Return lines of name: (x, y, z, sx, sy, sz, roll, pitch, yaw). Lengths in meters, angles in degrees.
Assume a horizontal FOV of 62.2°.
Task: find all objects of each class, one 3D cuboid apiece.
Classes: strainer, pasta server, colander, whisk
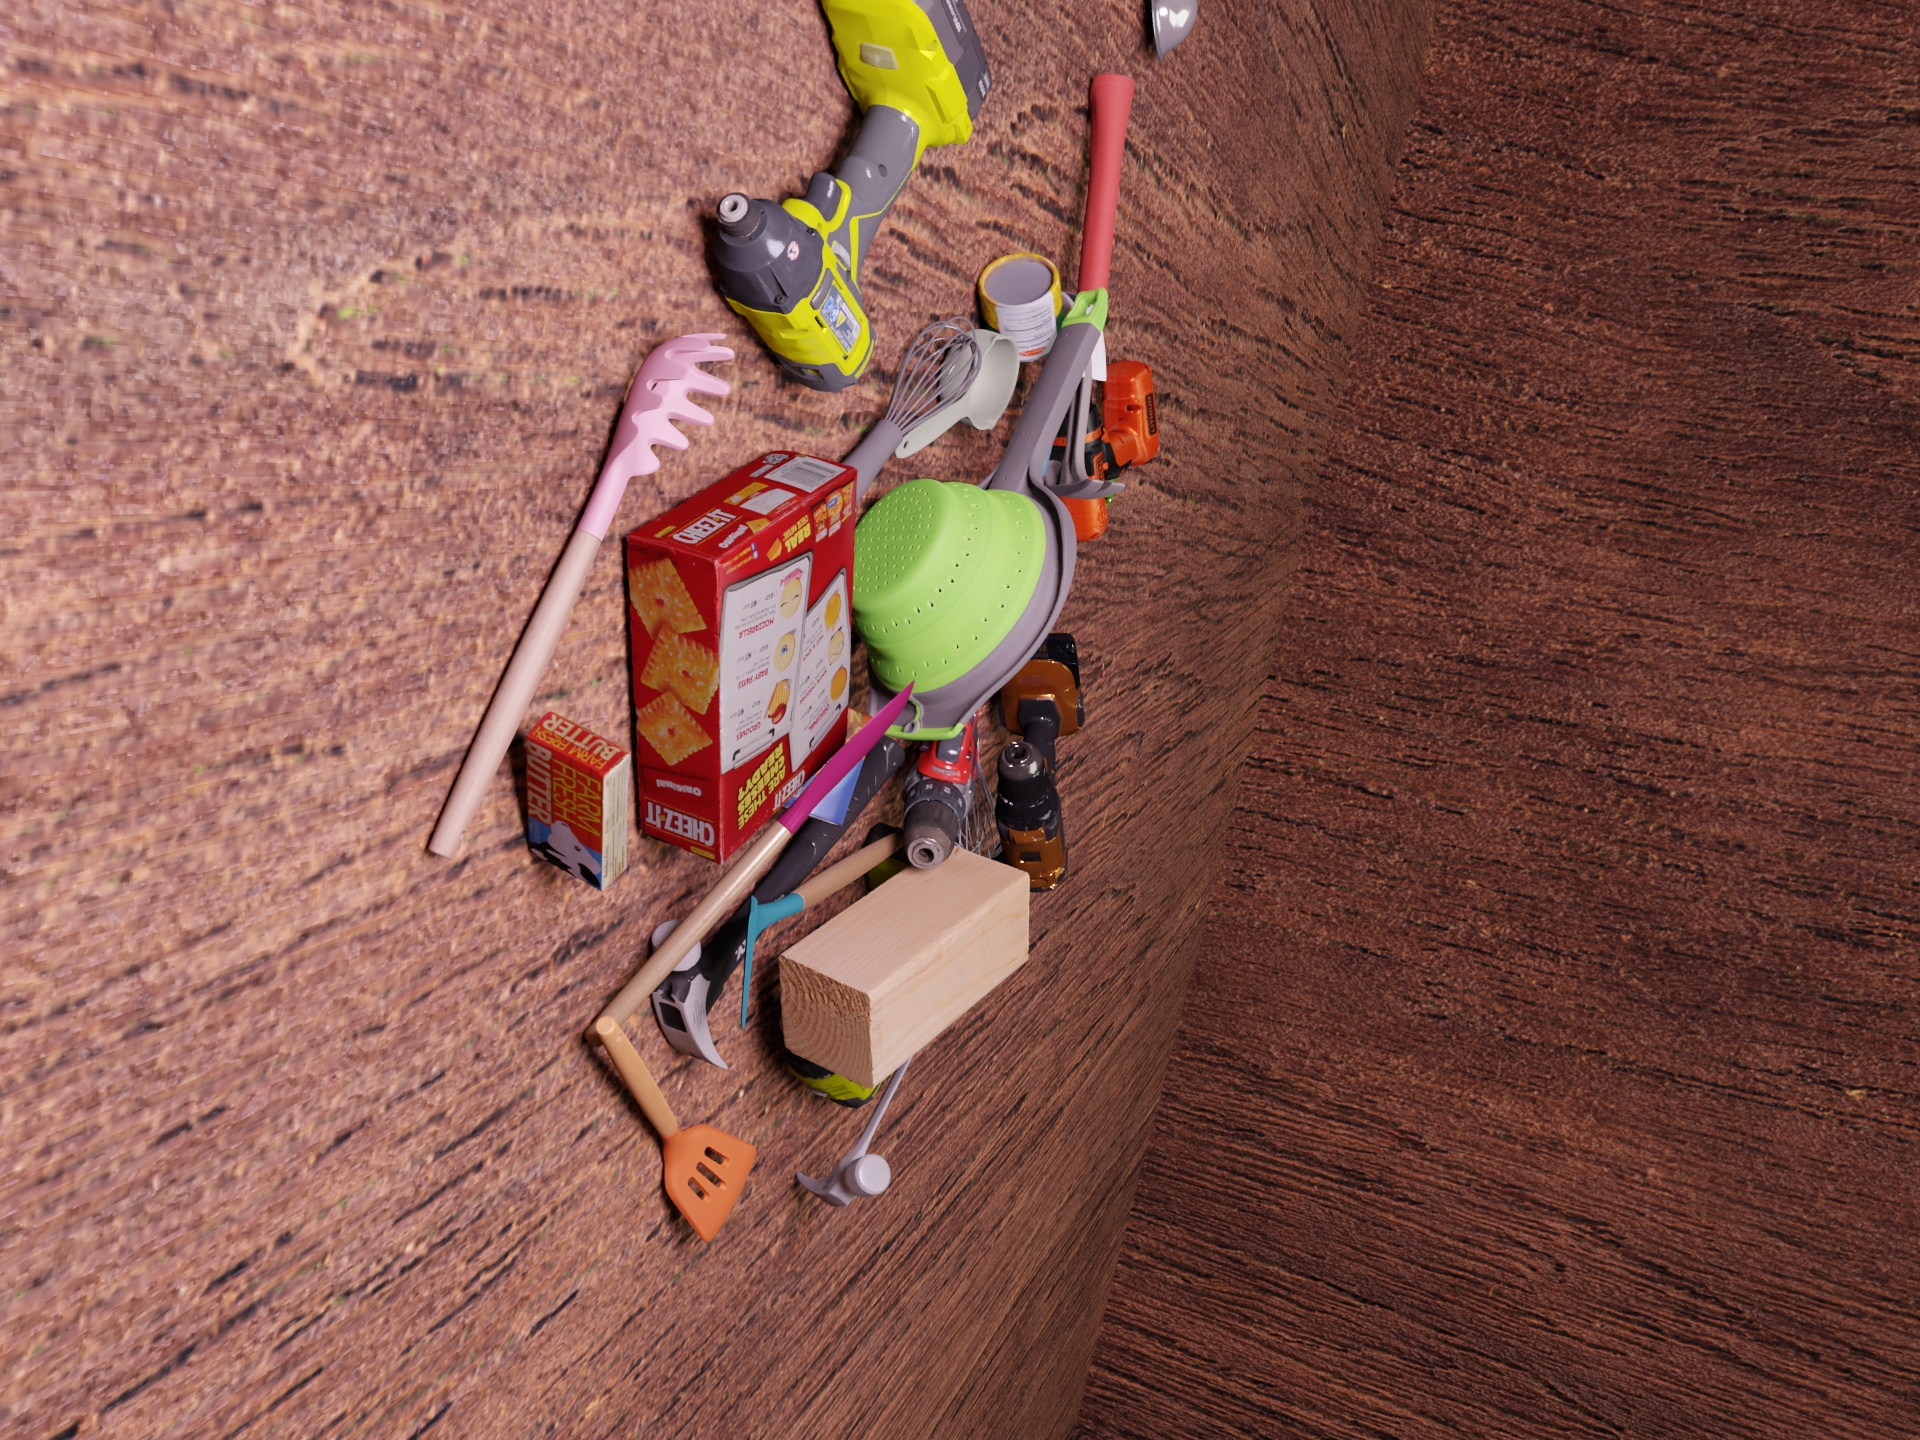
strainer: (0.165, -0.650, 1.386, 0.258, 0.050, 0.087, 6, 84, -67)
pasta server: (-0.203, -0.072, 0.848, 0.060, 0.040, 0.316, 75, 36, -75)
colander: (0.009, -0.181, 1.189, 0.094, 0.205, 0.397, 35, 70, -37)
whisk: (0.008, 0.047, 1.488, 0.284, 0.070, 0.070, 86, 28, -45)
whisk: (-0.052, -0.209, 1.142, 0.239, 0.055, 0.055, -56, 155, -29)

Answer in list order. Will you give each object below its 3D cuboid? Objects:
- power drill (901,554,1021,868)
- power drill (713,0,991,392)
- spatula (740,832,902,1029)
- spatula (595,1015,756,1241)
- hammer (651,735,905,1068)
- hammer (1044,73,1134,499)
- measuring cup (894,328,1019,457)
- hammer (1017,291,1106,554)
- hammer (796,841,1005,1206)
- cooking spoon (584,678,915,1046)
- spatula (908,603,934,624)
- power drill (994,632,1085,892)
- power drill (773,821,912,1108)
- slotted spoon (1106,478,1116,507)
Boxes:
power drill: (-0.002, -0.004, 1.304, 0.188, 0.080, 0.226, -79, -177, -63)
power drill: (-0.069, -0.330, 0.950, 0.223, 0.080, 0.171, -67, 160, -9)
spatula: (-0.101, 0.132, 1.185, 0.317, 0.044, 0.082, -28, 126, -65)
spatula: (-0.203, 0.280, 1.117, 0.322, 0.041, 0.081, 84, 30, -56)
hammer: (-0.128, 0.118, 1.217, 0.335, 0.035, 0.146, -52, 151, -46)
hammer: (0.117, -0.372, 1.375, 0.149, 0.036, 0.359, -158, -107, -70)
measuring cup: (-0.013, -0.249, 1.237, 0.167, 0.038, 0.083, -44, 149, -39)
hammer: (0.060, -0.203, 1.380, 0.128, 0.033, 0.331, -132, -128, -61)
hammer: (-0.032, 0.277, 1.501, 0.144, 0.035, 0.406, -37, -162, 51)
cooking spoon: (-0.134, 0.091, 1.056, 0.319, 0.017, 0.068, -48, 180, -13)
spatula: (0.013, -0.089, 1.460, 0.316, 0.018, 0.059, -15, 124, -67)
power drill: (0.067, 0.020, 1.482, 0.185, 0.084, 0.226, 77, 15, -52)
power drill: (-0.080, 0.209, 1.365, 0.228, 0.080, 0.190, -64, 159, -19)
slotted spoon: (0.098, -0.218, 1.576, 0.314, 0.031, 0.070, -32, 130, -60)
